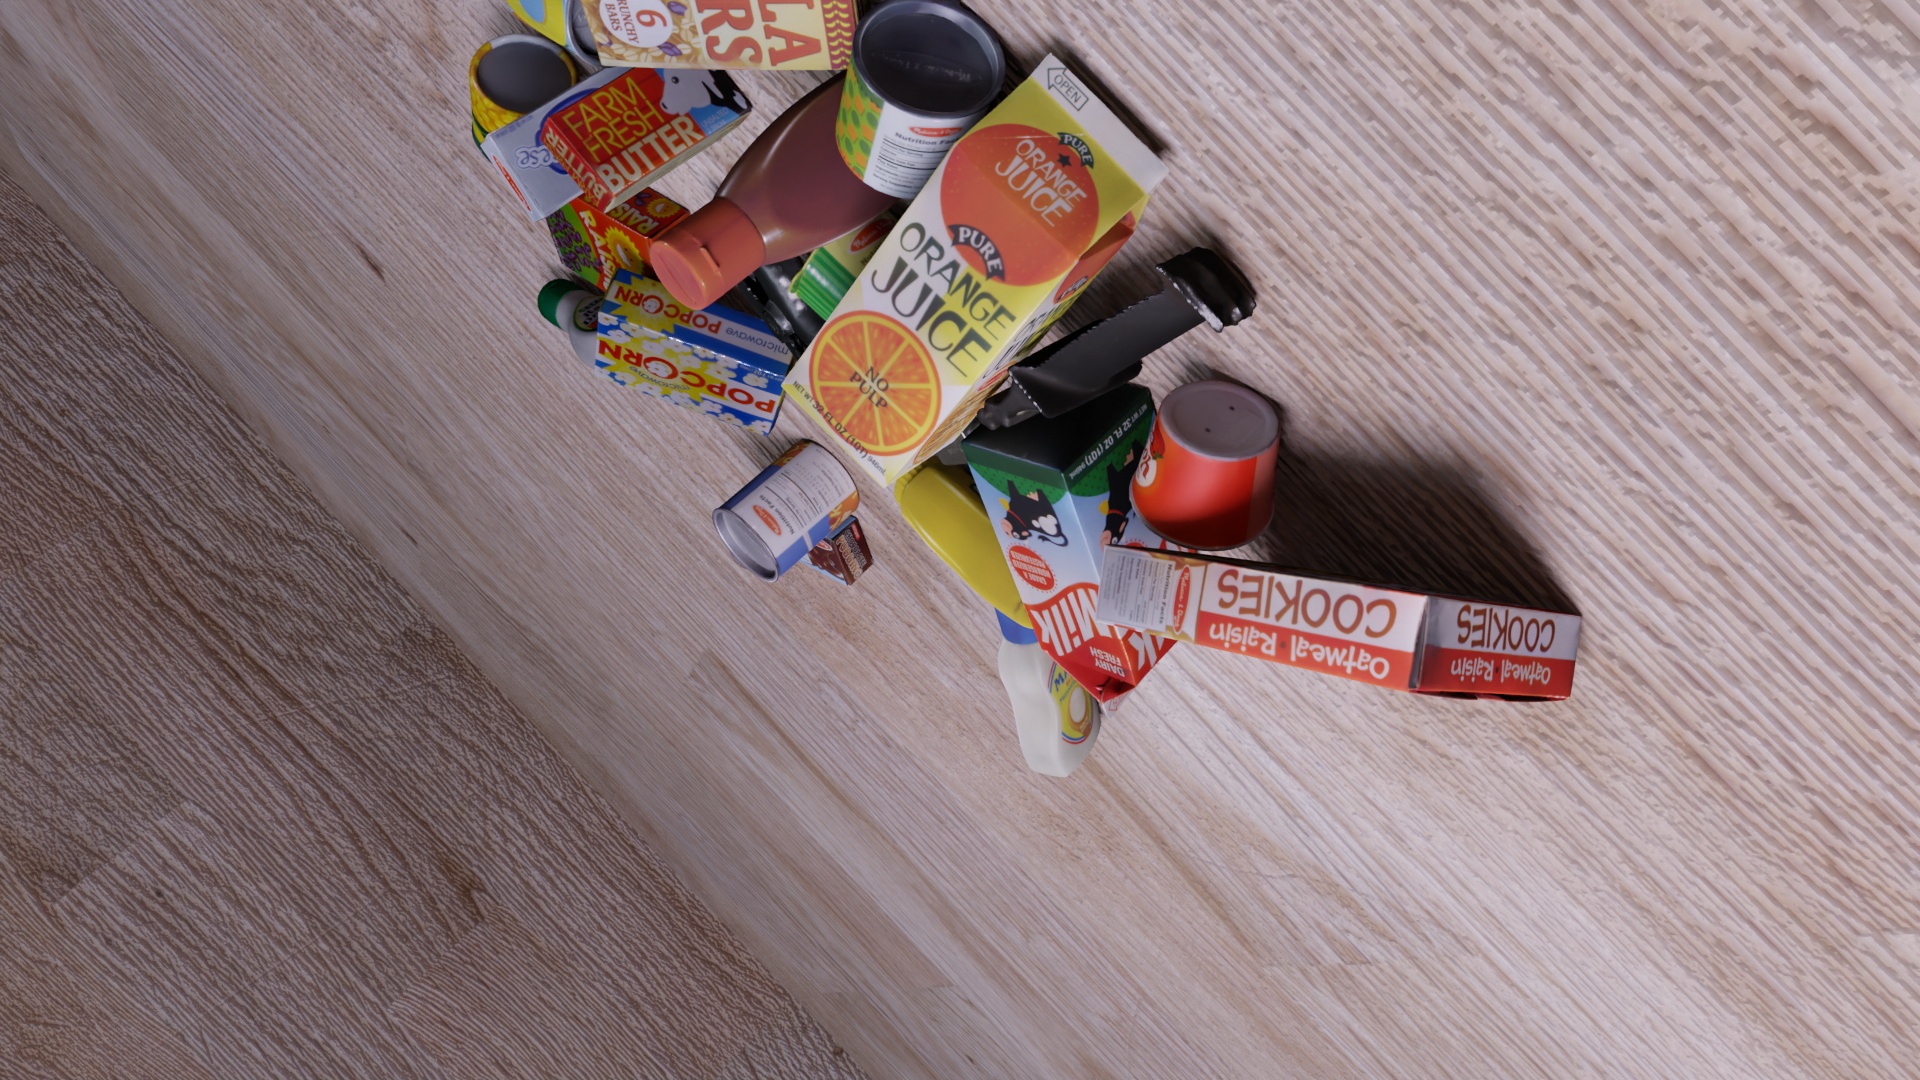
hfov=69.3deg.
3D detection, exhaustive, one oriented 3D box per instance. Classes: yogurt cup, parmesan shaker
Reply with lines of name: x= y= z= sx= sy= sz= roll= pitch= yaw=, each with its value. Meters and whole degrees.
yogurt cup: x=0.115 y=-0.036 z=0.637 sx=0.072 sy=0.073 sz=0.053 roll=33 pitch=143 yaw=25
parmesan shaker: x=-0.029 y=-0.116 z=0.726 sx=0.103 sy=0.071 sz=0.071 roll=44 pitch=154 yaw=5

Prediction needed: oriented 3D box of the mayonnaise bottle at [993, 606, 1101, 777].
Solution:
mayonnaise bottle: x=0.053 y=0.083 z=0.901 sx=0.041 sy=0.065 sz=0.147 roll=8 pitch=133 yaw=32

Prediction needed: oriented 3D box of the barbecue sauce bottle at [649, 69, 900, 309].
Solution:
barbecue sauce bottle: x=-0.077 y=-0.162 z=0.645 sx=0.043 sy=0.149 sz=0.064 roll=0 pitch=129 yaw=55

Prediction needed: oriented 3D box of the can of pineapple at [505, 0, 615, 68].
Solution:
can of pineapple: x=-0.200 y=-0.295 z=0.735 sx=0.058 sy=0.071 sz=0.070 roll=35 pitch=152 yaw=22

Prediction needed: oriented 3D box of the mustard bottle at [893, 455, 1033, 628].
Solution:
mustard bottle: x=0.003 y=-0.011 z=0.841 sx=0.160 sy=0.048 sz=0.065 roll=43 pitch=-171 yaw=33

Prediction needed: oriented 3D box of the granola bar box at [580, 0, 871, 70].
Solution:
granola bar box: x=-0.107 y=-0.272 z=0.574 sx=0.124 sy=0.039 sz=0.164 roll=2 pitch=149 yaw=5

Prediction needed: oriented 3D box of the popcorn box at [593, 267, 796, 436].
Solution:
popcorn box: x=-0.174 y=-0.122 z=0.913 sx=0.127 sy=0.038 sz=0.085 roll=19 pitch=154 yaw=-8

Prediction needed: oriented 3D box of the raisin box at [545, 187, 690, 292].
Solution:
raisin box: x=-0.229 y=-0.204 z=0.938 sx=0.123 sy=0.040 sz=0.085 roll=32 pitch=150 yaw=25

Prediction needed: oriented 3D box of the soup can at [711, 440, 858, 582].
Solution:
soup can: x=-0.125 y=-0.021 z=0.990 sx=0.071 sy=0.084 sz=0.071 roll=35 pitch=152 yaw=22

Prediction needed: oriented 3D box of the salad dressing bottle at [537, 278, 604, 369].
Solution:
salad dressing bottle: x=-0.272 y=-0.162 z=1.041 sx=0.148 sy=0.064 sz=0.043 roll=30 pitch=139 yaw=45

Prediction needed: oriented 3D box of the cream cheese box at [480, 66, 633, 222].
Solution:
cream cheese box: x=-0.218 y=-0.234 z=0.805 sx=0.024 sy=0.104 sz=0.053 roll=5 pitch=131 yaw=59

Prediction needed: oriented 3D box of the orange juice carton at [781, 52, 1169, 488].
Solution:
orange juice carton: x=0.008 y=-0.118 z=0.620 sx=0.072 sy=0.073 sz=0.191 roll=45 pitch=125 yaw=3

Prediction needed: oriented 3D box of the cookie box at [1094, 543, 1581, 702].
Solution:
cookie box: x=0.162 y=0.035 z=0.609 sx=0.167 sy=0.123 sz=0.040 roll=11 pitch=93 yaw=50

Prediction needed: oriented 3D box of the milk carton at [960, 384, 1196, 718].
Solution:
milk carton: x=0.076 y=0.009 z=0.747 sx=0.073 sy=0.072 sz=0.189 roll=19 pitch=143 yaw=43

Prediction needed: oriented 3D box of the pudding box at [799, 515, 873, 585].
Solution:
pudding box: x=-0.109 y=-0.003 z=1.052 sx=0.084 sy=0.030 sz=0.049 roll=24 pitch=145 yaw=38

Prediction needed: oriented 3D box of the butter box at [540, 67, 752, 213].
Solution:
butter box: x=-0.167 y=-0.224 z=0.743 sx=0.053 sy=0.104 sz=0.024 roll=51 pitch=153 yaw=-8

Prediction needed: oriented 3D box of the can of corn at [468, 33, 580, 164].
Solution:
can of corn: x=-0.273 y=-0.272 z=0.873 sx=0.071 sy=0.071 sz=0.058 roll=44 pitch=153 yaw=4

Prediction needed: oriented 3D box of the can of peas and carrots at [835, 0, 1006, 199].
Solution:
can of peas and carrots: x=-0.019 y=-0.195 z=0.610 sx=0.071 sy=0.071 sz=0.058 roll=43 pitch=154 yaw=7
